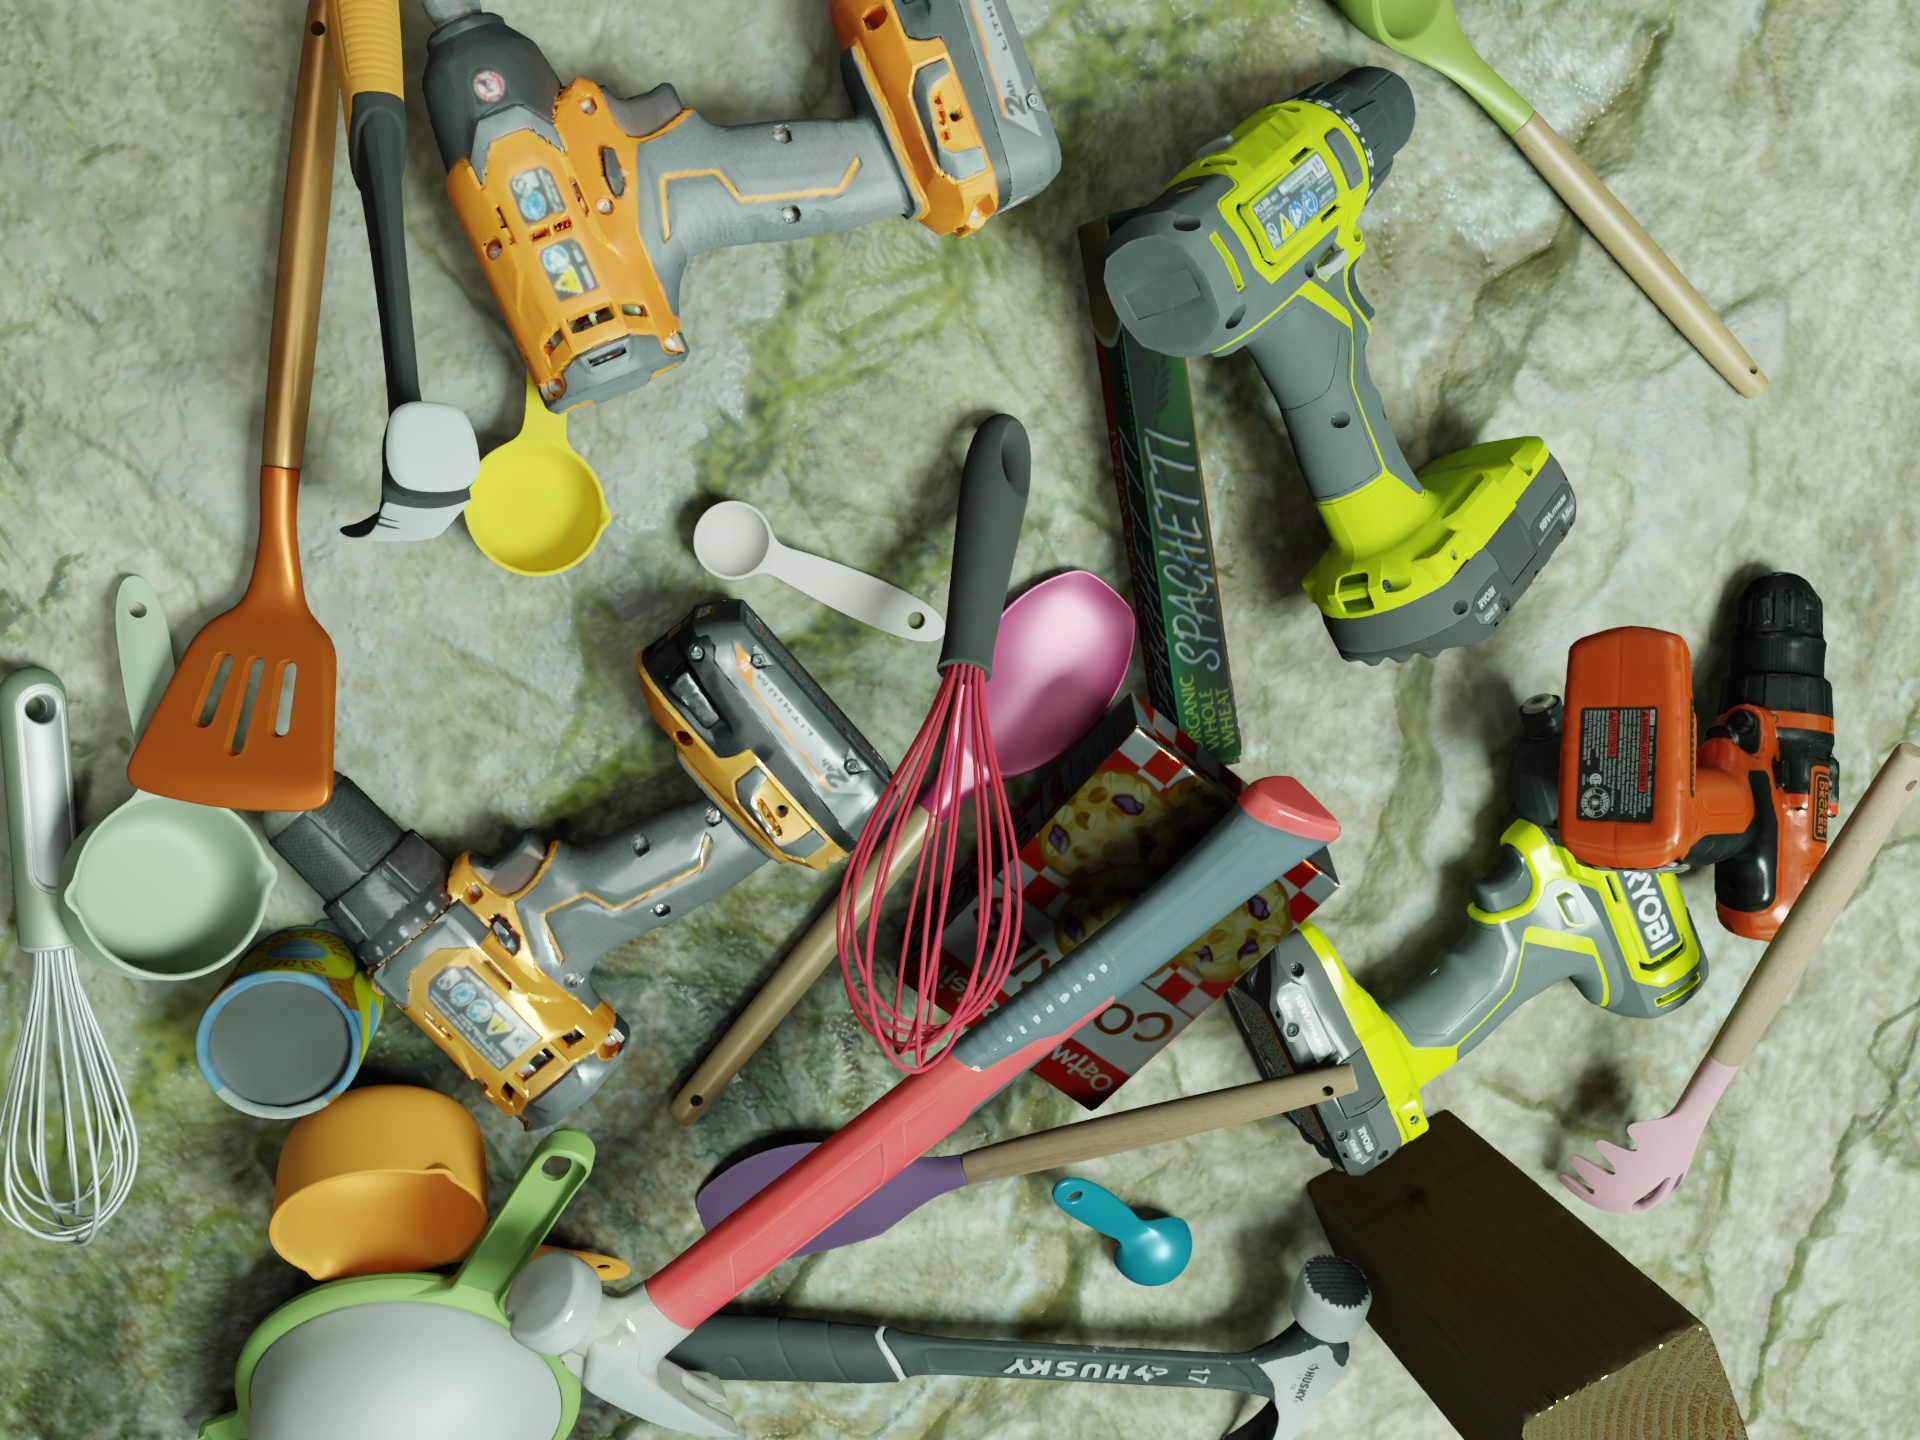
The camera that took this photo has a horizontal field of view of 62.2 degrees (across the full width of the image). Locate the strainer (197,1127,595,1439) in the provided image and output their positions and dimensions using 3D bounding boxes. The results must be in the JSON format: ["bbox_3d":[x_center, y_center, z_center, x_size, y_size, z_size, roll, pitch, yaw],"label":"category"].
[{"bbox_3d":[-0.219,0.278,0.675,0.151,0.069,0.256,26,116,-19],"label":"strainer"}]

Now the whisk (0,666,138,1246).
[{"bbox_3d":[-0.377,0.100,0.662,0.057,0.059,0.246,-9,101,-49],"label":"whisk"}]

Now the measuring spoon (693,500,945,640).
[{"bbox_3d":[-0.062,-0.064,0.713,0.124,0.018,0.034,23,95,-22],"label":"measuring spoon"}]

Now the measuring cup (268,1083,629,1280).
[{"bbox_3d":[-0.222,0.214,0.716,0.095,0.052,0.173,-41,133,22],"label":"measuring cup"}]

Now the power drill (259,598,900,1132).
[{"bbox_3d":[-0.163,0.043,0.680,0.226,0.084,0.185,-40,104,3],"label":"power drill"}]

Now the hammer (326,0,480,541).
[{"bbox_3d":[-0.221,-0.236,0.596,0.034,0.127,0.337,-4,86,-28],"label":"hammer"}]

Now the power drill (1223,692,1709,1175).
[{"bbox_3d":[0.243,0.103,0.777,0.223,0.080,0.171,-29,105,-9],"label":"power drill"}]

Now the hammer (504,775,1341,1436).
[{"bbox_3d":[0.004,0.161,0.675,0.386,0.038,0.143,-37,132,-1],"label":"hammer"}]

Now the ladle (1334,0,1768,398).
[{"bbox_3d":[0.280,-0.258,0.723,0.320,0.062,0.078,39,72,-19],"label":"ladle"}]

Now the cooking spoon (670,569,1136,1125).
[{"bbox_3d":[-0.031,0.062,0.739,0.068,0.017,0.319,39,91,-15],"label":"cooking spoon"}]

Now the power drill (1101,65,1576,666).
[{"bbox_3d":[0.176,-0.158,0.691,0.190,0.080,0.228,-45,111,-32],"label":"power drill"}]

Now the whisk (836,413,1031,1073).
[{"bbox_3d":[-0.001,-0.002,0.654,0.073,0.073,0.296,15,65,-14],"label":"whisk"}]

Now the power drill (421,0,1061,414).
[{"bbox_3d":[-0.092,-0.239,0.630,0.226,0.084,0.164,-25,103,-8],"label":"power drill"}]

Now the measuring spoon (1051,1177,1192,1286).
[{"bbox_3d":[0.079,0.248,0.765,0.042,0.021,0.128,-38,136,6],"label":"measuring spoon"}]

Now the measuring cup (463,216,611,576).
[{"bbox_3d":[-0.175,-0.138,0.672,0.062,0.029,0.156,6,88,-17],"label":"measuring cup"}]

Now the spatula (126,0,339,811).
[{"bbox_3d":[-0.272,-0.126,0.636,0.081,0.041,0.322,8,96,-3],"label":"spatula"}]

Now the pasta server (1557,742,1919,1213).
[{"bbox_3d":[0.368,0.135,0.753,0.060,0.040,0.316,-8,129,-24],"label":"pasta server"}]

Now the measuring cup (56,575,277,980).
[{"bbox_3d":[-0.337,0.025,0.659,0.083,0.038,0.167,-4,82,-47],"label":"measuring cup"}]

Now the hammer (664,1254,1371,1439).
[{"bbox_3d":[-0.014,0.310,0.771,0.409,0.036,0.149,6,120,-9],"label":"hammer"}]

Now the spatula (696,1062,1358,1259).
[{"bbox_3d":[0.026,0.200,0.737,0.316,0.018,0.059,-15,105,10],"label":"spatula"}]
